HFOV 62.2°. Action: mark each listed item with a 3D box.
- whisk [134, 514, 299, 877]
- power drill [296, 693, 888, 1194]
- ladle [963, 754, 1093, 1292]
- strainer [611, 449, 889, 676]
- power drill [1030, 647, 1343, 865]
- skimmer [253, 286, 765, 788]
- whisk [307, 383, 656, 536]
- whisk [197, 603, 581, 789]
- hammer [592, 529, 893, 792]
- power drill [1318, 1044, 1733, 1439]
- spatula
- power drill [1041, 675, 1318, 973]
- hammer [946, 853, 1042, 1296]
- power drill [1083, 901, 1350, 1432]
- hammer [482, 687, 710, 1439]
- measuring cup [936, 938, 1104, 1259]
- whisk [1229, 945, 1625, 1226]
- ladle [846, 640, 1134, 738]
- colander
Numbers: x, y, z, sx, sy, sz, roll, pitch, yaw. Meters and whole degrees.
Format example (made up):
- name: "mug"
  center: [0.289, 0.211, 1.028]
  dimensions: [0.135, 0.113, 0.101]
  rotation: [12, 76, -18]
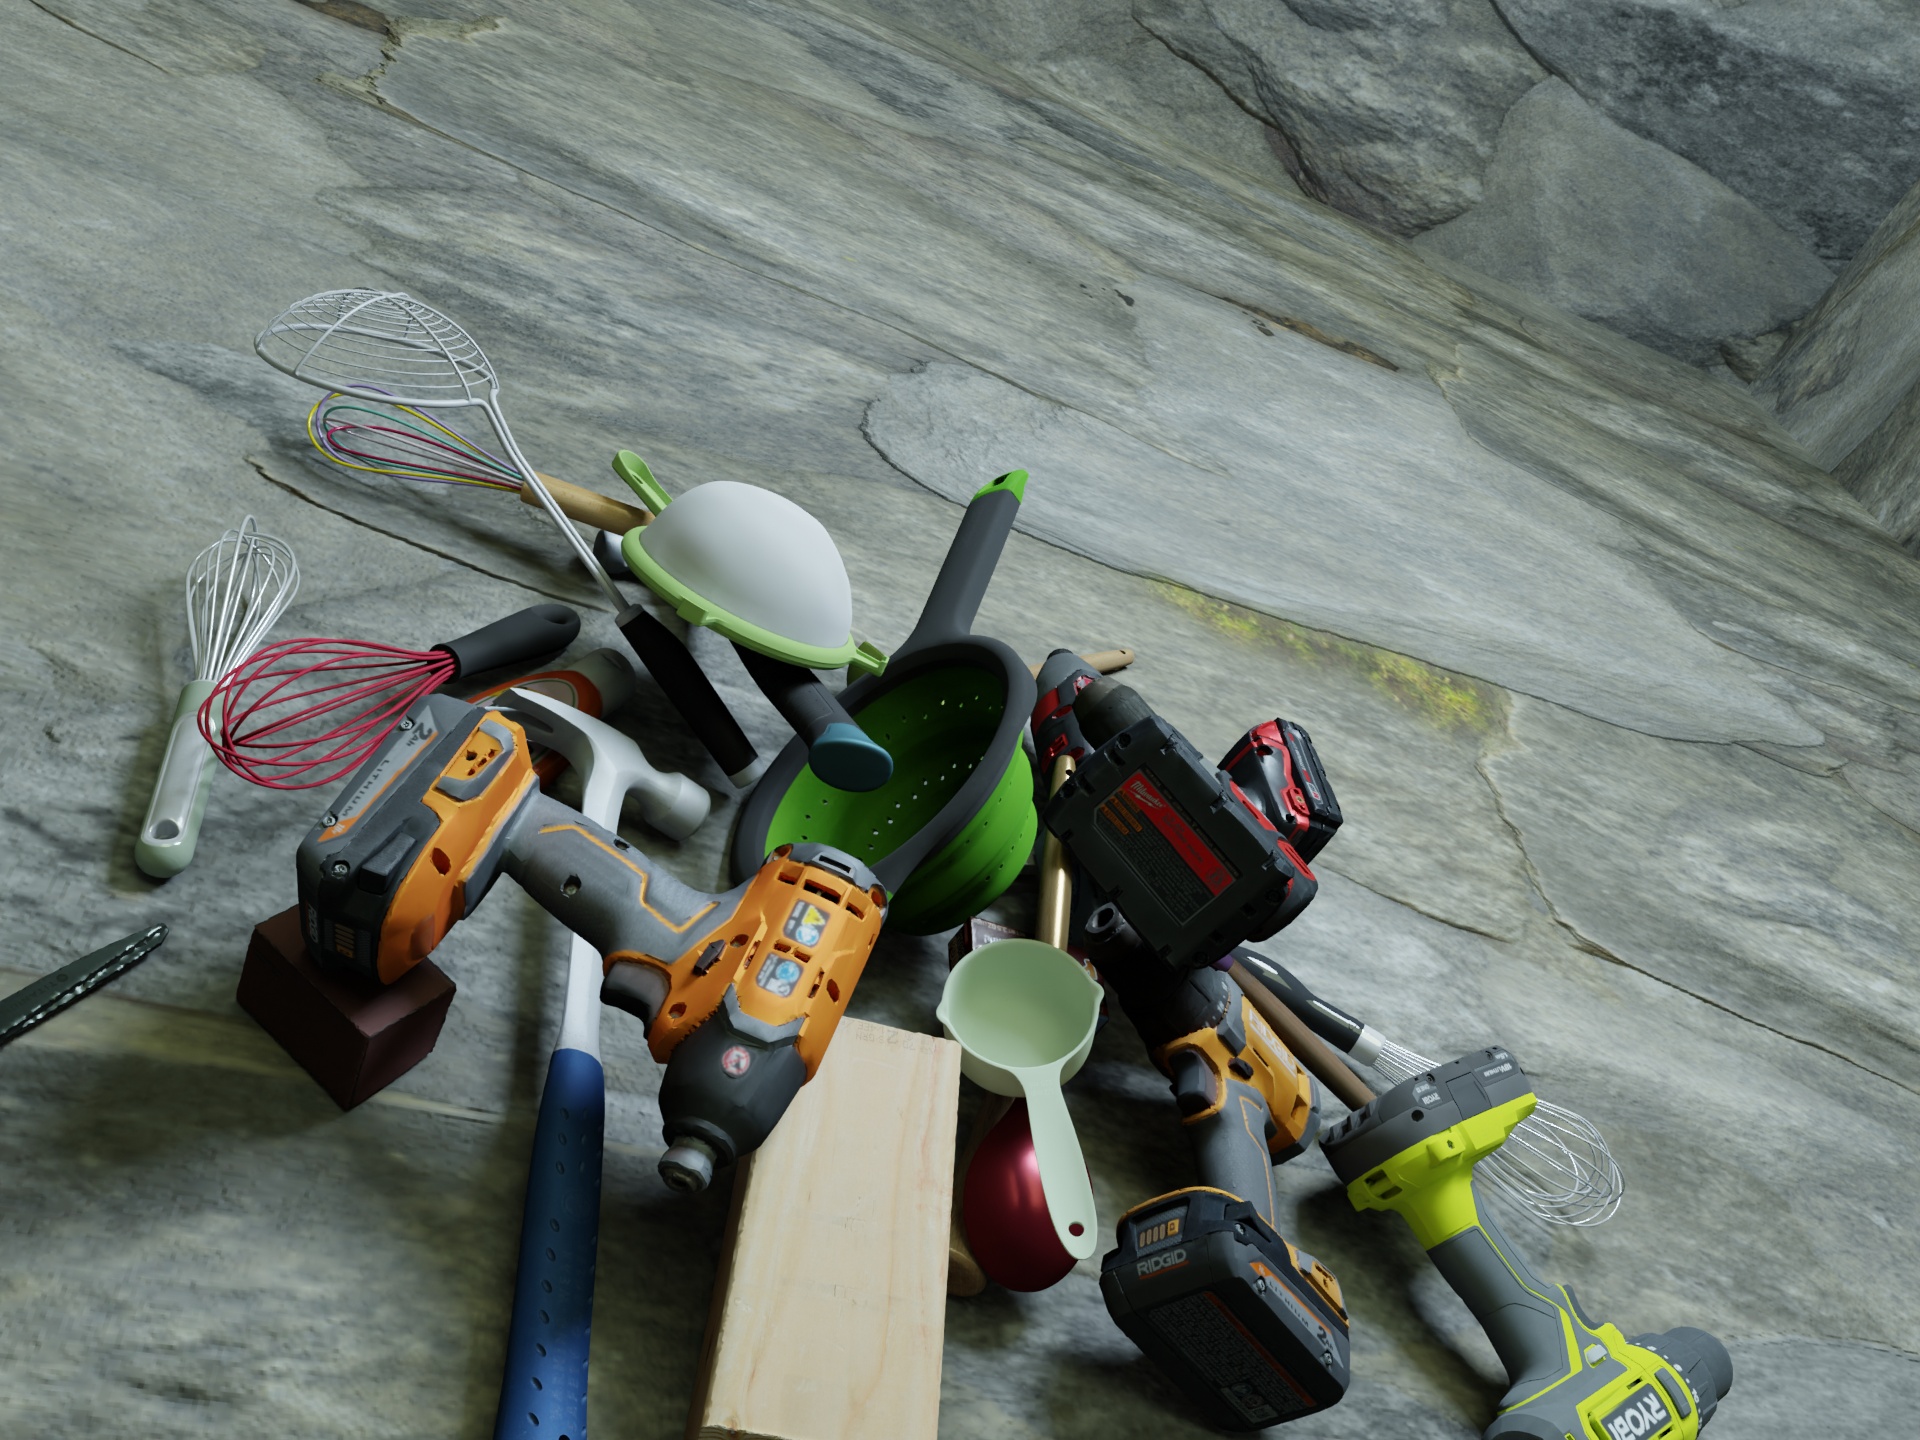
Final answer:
- name: "whisk"
  center: [-0.385, -0.018, 0.816]
  dimensions: [0.057, 0.059, 0.247]
  rotation: [4, 44, -15]
- name: "power drill"
  center: [-0.160, 0.095, 0.677]
  dimensions: [0.226, 0.084, 0.164]
  rotation: [23, 47, 1]
- name: "ladle"
  center: [0.047, 0.141, 0.837]
  dimensions: [0.069, 0.031, 0.316]
  rotation: [23, 46, -16]
- name: "strainer"
  center: [-0.144, -0.124, 0.961]
  dimensions: [0.151, 0.069, 0.257]
  rotation: [15, 23, -44]
- name: "power drill"
  center: [0.147, 0.027, 1.107]
  dimensions: [0.219, 0.078, 0.143]
  rotation: [20, 34, -23]
- name: "skimmer"
  center: [-0.249, -0.096, 0.914]
  dimensions: [0.363, 0.090, 0.127]
  rotation: [55, 18, -14]
- name: "whisk"
  center: [-0.304, -0.156, 1.033]
  dimensions: [0.245, 0.051, 0.047]
  rotation: [19, 41, -3]
- name: "whisk"
  center: [-0.295, -0.027, 0.870]
  dimensions: [0.073, 0.073, 0.296]
  rotation: [35, 24, 8]
- name: "hammer"
  center: [-0.124, -0.044, 0.972]
  dimensions: [0.128, 0.033, 0.331]
  rotation: [6, 23, -30]
- name: "power drill"
  center: [0.317, 0.302, 0.873]
  dimensions: [0.190, 0.080, 0.229]
  rotation: [-6, 58, -40]
- name: "spatula"
  center: [0.171, 0.159, 0.931]
  dimensions: [0.315, 0.018, 0.060]
  rotation: [45, 25, -13]
- name: "power drill"
  center: [0.116, 0.047, 0.888]
  dimensions: [0.188, 0.080, 0.226]
  rotation: [50, 11, 12]
- name: "hammer"
  center: [0.039, 0.180, 0.884]
  dimensions: [0.130, 0.031, 0.331]
  rotation: [30, 34, 1]
- name: "power drill"
  center: [0.122, 0.212, 0.811]
  dimensions: [0.185, 0.084, 0.226]
  rotation: [50, 26, -22]
- name: "hammer"
  center: [-0.181, 0.146, 0.732]
  dimensions: [0.144, 0.035, 0.406]
  rotation: [39, 28, -35]
- name: "measuring cup"
  center: [0.037, 0.181, 0.752]
  dimensions: [0.083, 0.038, 0.168]
  rotation: [-7, 48, -8]
- name: "whisk"
  center: [0.283, 0.221, 0.997]
  dimensions: [0.285, 0.070, 0.070]
  rotation: [32, 33, 11]
- name: "ladle"
  center: [0.038, -0.037, 1.148]
  dimensions: [0.078, 0.062, 0.320]
  rotation: [44, 33, 26]
- name: "colander"
  center: [-0.002, -0.003, 0.960]
  dimensions: [0.094, 0.204, 0.397]
  rotation: [49, 42, -28]
